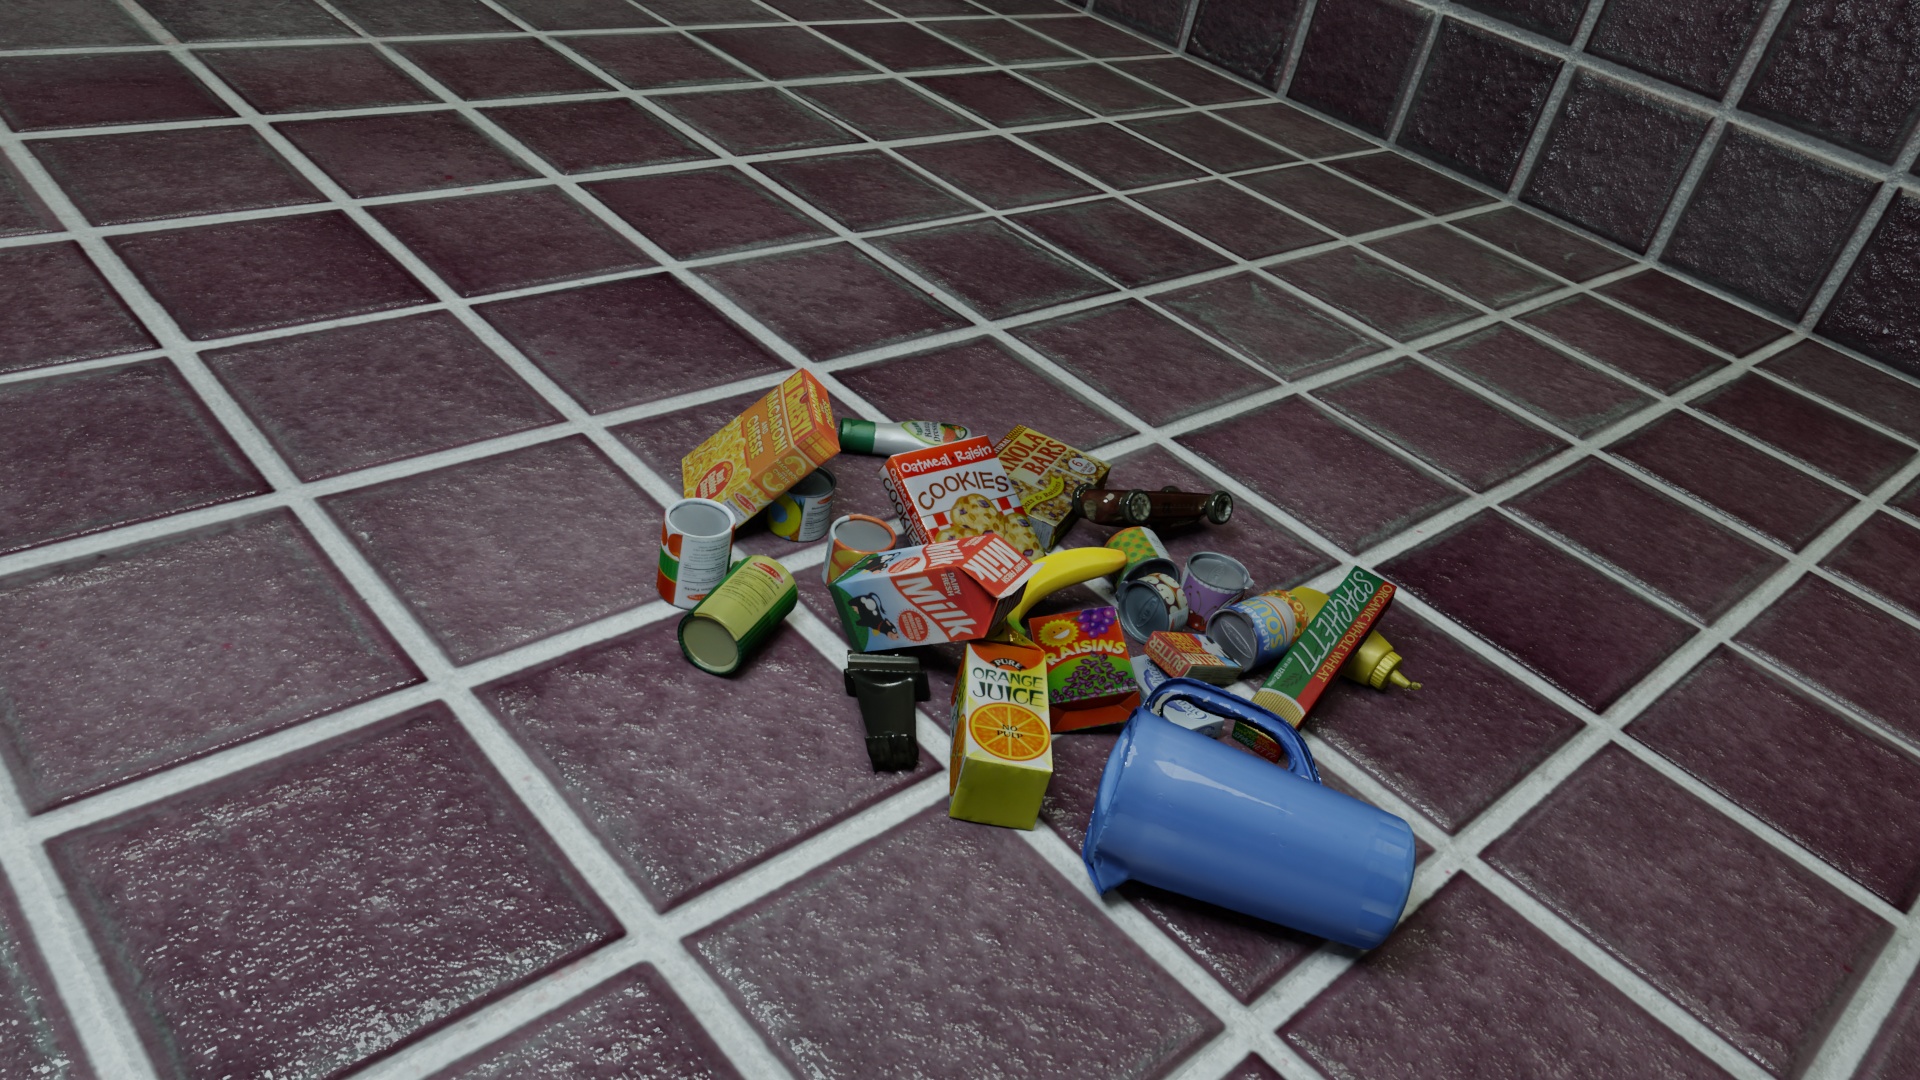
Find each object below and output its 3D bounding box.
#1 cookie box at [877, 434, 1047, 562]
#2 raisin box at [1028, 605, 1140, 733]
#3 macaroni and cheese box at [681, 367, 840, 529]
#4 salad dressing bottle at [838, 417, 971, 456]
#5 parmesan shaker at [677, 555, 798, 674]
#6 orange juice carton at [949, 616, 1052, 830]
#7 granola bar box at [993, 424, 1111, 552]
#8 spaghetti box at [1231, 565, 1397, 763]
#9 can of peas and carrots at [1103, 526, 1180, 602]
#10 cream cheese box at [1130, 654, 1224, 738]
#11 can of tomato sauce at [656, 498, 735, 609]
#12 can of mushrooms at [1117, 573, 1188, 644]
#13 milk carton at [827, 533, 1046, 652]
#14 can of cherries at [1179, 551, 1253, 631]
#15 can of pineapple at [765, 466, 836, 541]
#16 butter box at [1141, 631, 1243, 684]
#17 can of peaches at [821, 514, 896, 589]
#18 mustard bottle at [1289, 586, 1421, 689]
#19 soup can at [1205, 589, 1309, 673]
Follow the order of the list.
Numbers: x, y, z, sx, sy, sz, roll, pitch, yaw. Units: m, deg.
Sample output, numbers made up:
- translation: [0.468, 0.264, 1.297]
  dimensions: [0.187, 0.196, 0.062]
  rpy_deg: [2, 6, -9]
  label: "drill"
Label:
- translation: [0.005, -0.018, 1.397]
  dimensions: [0.123, 0.040, 0.168]
  rpy_deg: [-15, 71, -35]
  label: "cookie box"
- translation: [0.113, 0.117, 1.281]
  dimensions: [0.086, 0.040, 0.124]
  rpy_deg: [-9, 35, 1]
  label: "raisin box"
- translation: [-0.203, -0.085, 1.389]
  dimensions: [0.040, 0.166, 0.124]
  rpy_deg: [45, 16, -35]
  label: "macaroni and cheese box"
- translation: [-0.063, -0.112, 1.571]
  dimensions: [0.148, 0.043, 0.064]
  rpy_deg: [5, 35, -11]
  label: "salad dressing bottle"
- translation: [-0.201, 0.065, 1.243]
  dimensions: [0.071, 0.071, 0.103]
  rpy_deg: [22, 35, 13]
  label: "parmesan shaker"
- translation: [0.033, 0.150, 1.195]
  dimensions: [0.073, 0.071, 0.194]
  rpy_deg: [10, 34, -6]
  label: "orange juice carton"
- translation: [0.080, -0.061, 1.550]
  dimensions: [0.124, 0.038, 0.166]
  rpy_deg: [25, 36, 16]
  label: "granola bar box"
- translation: [0.345, 0.113, 1.340]
  dimensions: [0.050, 0.028, 0.251]
  rpy_deg: [30, 53, 23]
  label: "spaghetti box"
- translation: [0.183, 0.029, 1.432]
  dimensions: [0.071, 0.070, 0.059]
  rpy_deg: [0, 35, -20]
  label: "can of peas and carrots"
- translation: [0.193, 0.148, 1.297]
  dimensions: [0.053, 0.024, 0.104]
  rpy_deg: [-11, 40, -30]
  label: "cream cheese box"
- translation: [-0.247, 0.011, 1.291]
  dimensions: [0.071, 0.082, 0.071]
  rpy_deg: [10, 34, -6]
  label: "can of tomato sauce"
- translation: [0.190, 0.065, 1.378]
  dimensions: [0.033, 0.070, 0.071]
  rpy_deg: [-17, 44, -38]
  label: "can of mushrooms"
- translation: [-0.017, 0.046, 1.244]
  dimensions: [0.190, 0.073, 0.073]
  rpy_deg: [-10, 18, 35]
  label: "milk carton"
- translation: [0.259, 0.054, 1.427]
  dimensions: [0.071, 0.058, 0.072]
  rpy_deg: [10, 33, -6]
  label: "can of cherries"
- translation: [-0.165, -0.041, 1.418]
  dimensions: [0.071, 0.057, 0.071]
  rpy_deg: [9, 33, -6]
  label: "can of pineapple"
- translation: [0.222, 0.112, 1.326]
  dimensions: [0.103, 0.024, 0.053]
  rpy_deg: [8, 29, -50]
  label: "butter box"
- translation: [-0.097, 0.016, 1.358]
  dimensions: [0.071, 0.057, 0.071]
  rpy_deg: [9, 33, -6]
  label: "can of peaches"
- translation: [0.392, 0.108, 1.403]
  dimensions: [0.065, 0.048, 0.160]
  rpy_deg: [-28, 52, -37]
  label: "mustard bottle"
- translation: [0.297, 0.088, 1.379]
  dimensions: [0.084, 0.071, 0.071]
  rpy_deg: [-16, 43, -36]
  label: "soup can"
